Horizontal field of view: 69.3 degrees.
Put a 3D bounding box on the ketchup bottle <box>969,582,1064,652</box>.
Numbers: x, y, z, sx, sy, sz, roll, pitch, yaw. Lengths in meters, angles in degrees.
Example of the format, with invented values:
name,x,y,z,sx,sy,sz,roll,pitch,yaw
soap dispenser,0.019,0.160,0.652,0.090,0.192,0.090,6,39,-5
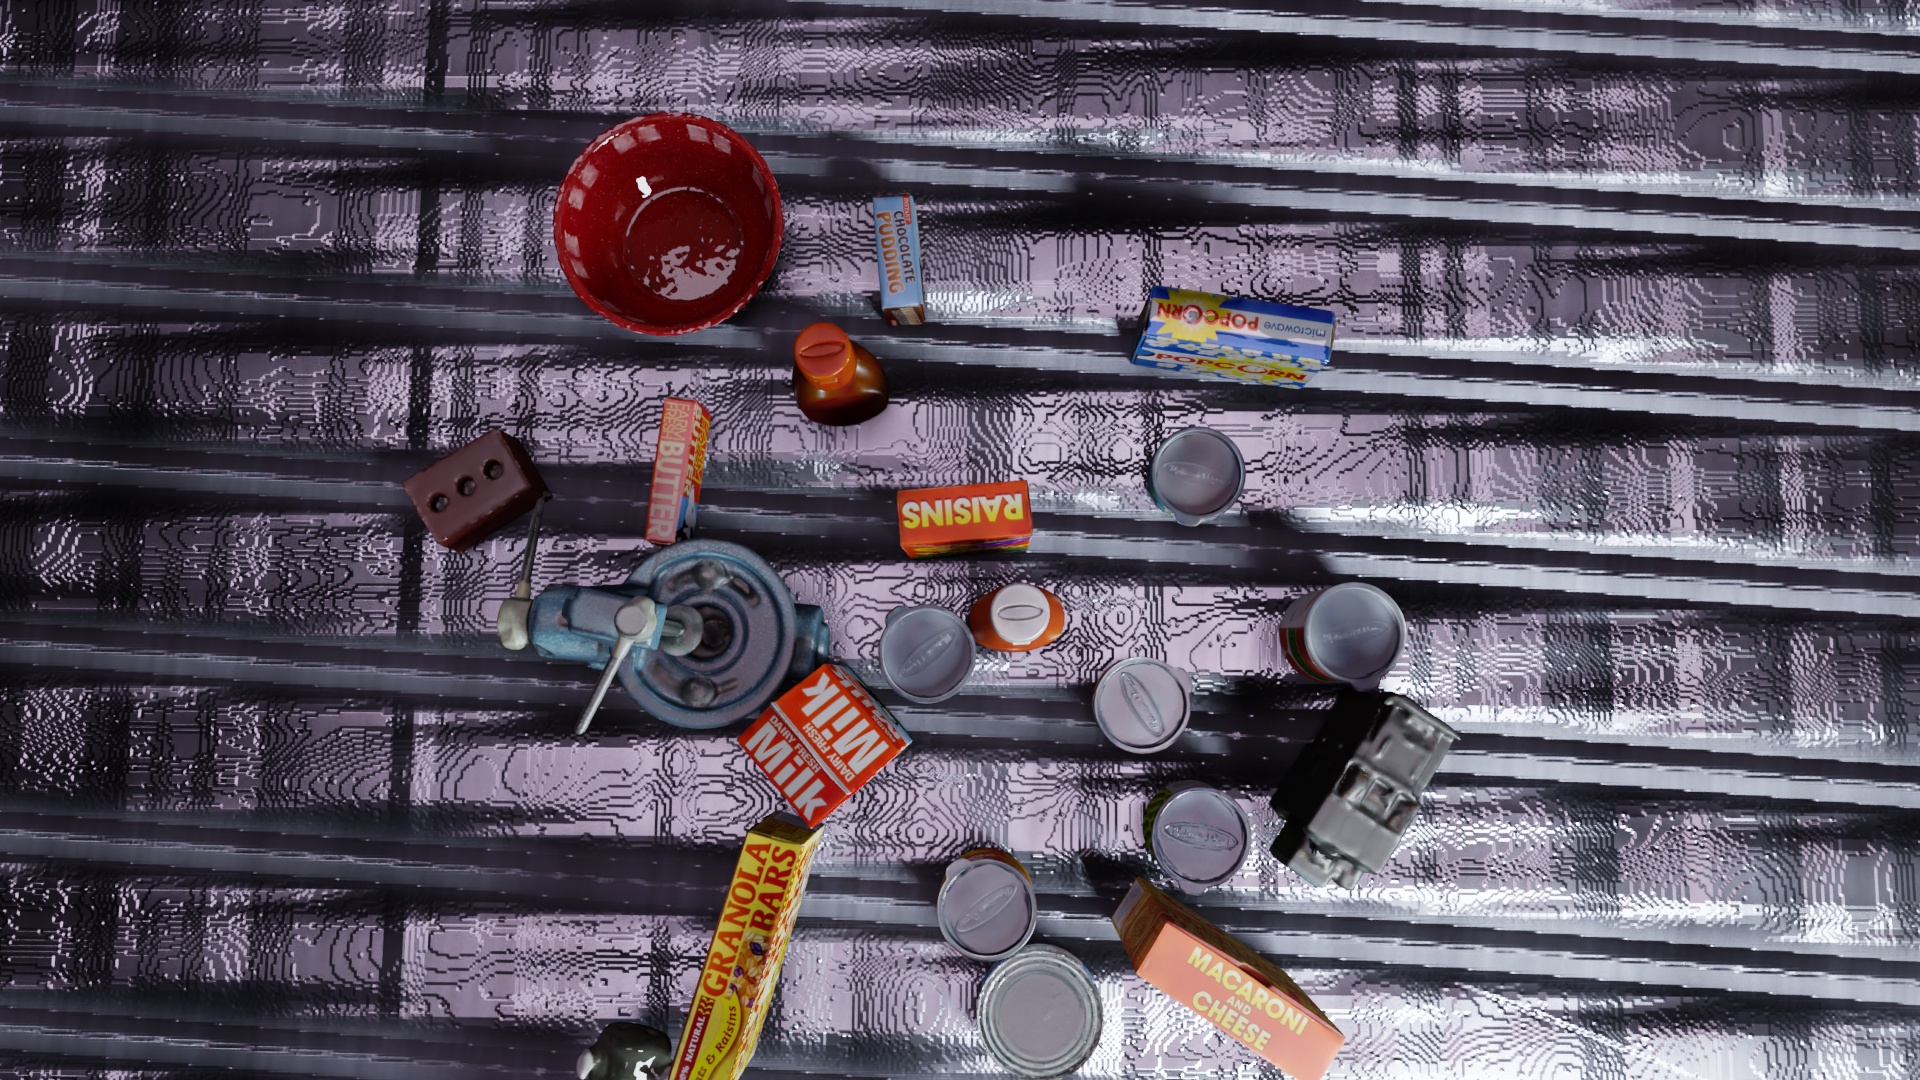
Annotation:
name,x,y,z,sx,sy,sz,roll,pitch,yaw
ketchup bottle,0.038,0.051,0.913,0.065,0.148,0.043,-3,85,1

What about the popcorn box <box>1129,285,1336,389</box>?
name,x,y,z,sx,sy,sz,roll,pitch,yaw
popcorn box,0.186,-0.139,0.962,0.127,0.085,0.038,9,85,2

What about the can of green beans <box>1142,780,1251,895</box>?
name,x,y,z,sx,sy,sz,roll,pitch,yaw
can of green beans,0.159,0.198,0.941,0.071,0.058,0.071,0,84,1

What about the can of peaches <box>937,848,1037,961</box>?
name,x,y,z,sx,sy,sz,roll,pitch,yaw
can of peaches,0.017,0.243,0.939,0.071,0.058,0.071,0,84,1

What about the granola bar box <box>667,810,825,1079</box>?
name,x,y,z,sx,sy,sz,roll,pitch,yaw
granola bar box,-0.138,0.265,0.905,0.039,0.124,0.165,17,85,3

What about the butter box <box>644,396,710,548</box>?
name,x,y,z,sx,sy,sz,roll,pitch,yaw
butter box,-0.198,-0.046,0.975,0.024,0.053,0.103,7,84,2

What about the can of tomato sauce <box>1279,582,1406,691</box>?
name,x,y,z,sx,sy,sz,roll,pitch,yaw
can of tomato sauce,0.258,0.066,0.941,0.071,0.083,0.071,0,84,1

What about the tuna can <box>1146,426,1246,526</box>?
name,x,y,z,sx,sy,sz,roll,pitch,yaw
tuna can,0.165,-0.043,0.979,0.071,0.033,0.071,0,84,1

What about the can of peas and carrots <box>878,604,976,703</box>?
name,x,y,z,sx,sy,sz,roll,pitch,yaw
can of peas and carrots,-0.024,0.076,0.956,0.071,0.058,0.071,0,84,1

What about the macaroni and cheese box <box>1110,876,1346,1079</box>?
name,x,y,z,sx,sy,sz,roll,pitch,yaw
macaroni and cheese box,0.163,0.273,0.879,0.124,0.166,0.040,33,86,4

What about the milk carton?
name,x,y,z,sx,sy,sz,roll,pitch,yaw
milk carton,-0.084,0.128,0.886,0.073,0.190,0.072,-41,85,-3

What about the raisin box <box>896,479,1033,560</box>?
name,x,y,z,sx,sy,sz,roll,pitch,yaw
raisin box,0.003,-0.012,0.933,0.086,0.123,0.040,-4,85,1

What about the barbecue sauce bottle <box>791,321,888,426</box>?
name,x,y,z,sx,sy,sz,roll,pitch,yaw
barbecue sauce bottle,-0.084,-0.111,0.932,0.065,0.148,0.043,-9,85,0

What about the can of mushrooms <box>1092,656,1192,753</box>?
name,x,y,z,sx,sy,sz,roll,pitch,yaw
can of mushrooms,0.127,0.112,0.963,0.071,0.033,0.071,0,84,1

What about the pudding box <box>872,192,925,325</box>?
name,x,y,z,sx,sy,sz,roll,pitch,yaw
pudding box,-0.043,-0.199,0.990,0.030,0.049,0.083,-5,84,1
